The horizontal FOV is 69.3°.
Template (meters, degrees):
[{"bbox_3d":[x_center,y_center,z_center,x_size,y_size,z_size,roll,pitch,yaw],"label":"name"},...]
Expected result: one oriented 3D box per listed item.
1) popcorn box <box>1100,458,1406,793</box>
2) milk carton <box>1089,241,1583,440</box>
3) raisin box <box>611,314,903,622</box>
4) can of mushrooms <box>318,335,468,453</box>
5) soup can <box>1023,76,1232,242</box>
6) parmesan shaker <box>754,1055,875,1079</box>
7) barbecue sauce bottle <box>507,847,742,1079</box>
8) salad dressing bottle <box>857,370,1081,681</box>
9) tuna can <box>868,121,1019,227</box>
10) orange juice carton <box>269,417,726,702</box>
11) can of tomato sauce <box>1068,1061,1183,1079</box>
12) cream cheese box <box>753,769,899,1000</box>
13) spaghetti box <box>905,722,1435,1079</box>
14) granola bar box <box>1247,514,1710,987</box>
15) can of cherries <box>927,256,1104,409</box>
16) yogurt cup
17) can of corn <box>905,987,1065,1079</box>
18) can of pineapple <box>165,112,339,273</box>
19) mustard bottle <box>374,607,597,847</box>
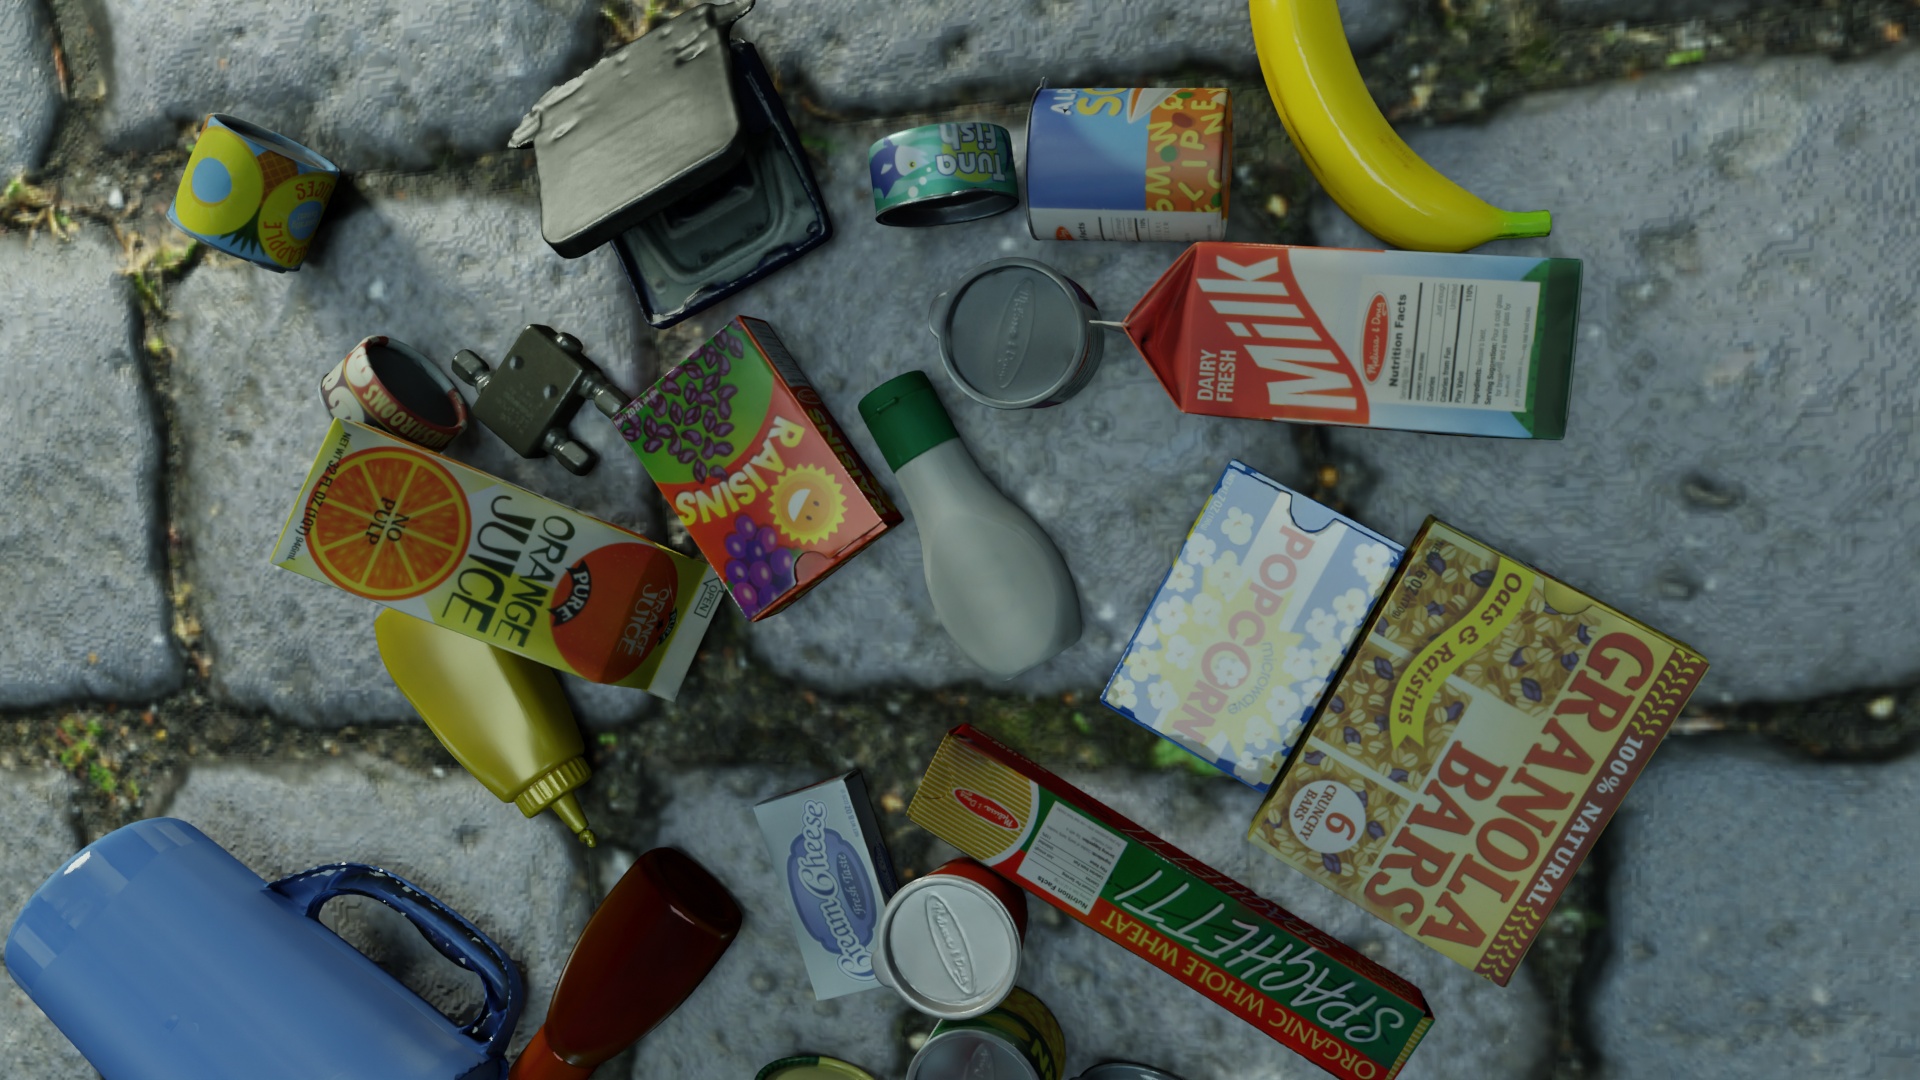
[{"bbox_3d":[0.130,0.037,0.623,0.085,0.038,0.126,29,101,12],"label":"popcorn box"},{"bbox_3d":[0.153,-0.085,0.591,0.190,0.072,0.073,5,96,13],"label":"milk carton"},{"bbox_3d":[-0.098,-0.035,0.674,0.086,0.040,0.123,-36,86,13],"label":"raisin box"},{"bbox_3d":[-0.286,-0.068,0.703,0.033,0.071,0.071,-38,85,13],"label":"can of mushrooms"},{"bbox_3d":[0.075,-0.167,0.607,0.084,0.071,0.071,4,95,13],"label":"soup can"},{"bbox_3d":[-0.081,0.316,0.683,0.071,0.071,0.103,12,97,13],"label":"parmesan shaker"},{"bbox_3d":[-0.178,0.230,0.712,0.065,0.044,0.148,40,103,8],"label":"barbecue sauce bottle"},{"bbox_3d":[0.002,-0.008,0.650,0.064,0.044,0.147,-30,86,16],"label":"salad dressing bottle"},{"bbox_3d":[-0.007,-0.165,0.626,0.071,0.071,0.033,-7,93,15],"label":"tuna can"},{"bbox_3d":[-0.212,0.012,0.661,0.193,0.073,0.072,24,86,-17],"label":"orange juice carton"},{"bbox_3d":[0.076,0.296,0.640,0.071,0.071,0.083,13,98,13],"label":"can of tomato sauce"},{"bbox_3d":[-0.061,0.171,0.688,0.053,0.024,0.104,-19,89,16],"label":"cream cheese box"},{"bbox_3d":[0.094,0.169,0.646,0.250,0.029,0.050,29,101,10],"label":"spaghetti box"},{"bbox_3d":[0.220,0.090,0.604,0.124,0.039,0.165,29,101,10],"label":"granola bar box"},{"bbox_3d":[0.026,-0.094,0.629,0.071,0.058,0.071,1,96,14],"label":"can of cherries"},{"bbox_3d":[0.000,0.184,0.658,0.072,0.054,0.072,1,95,14],"label":"yogurt cup"},{"bbox_3d":[0.016,0.252,0.657,0.071,0.058,0.071,1,94,14],"label":"can of corn"},{"bbox_3d":[-0.362,-0.178,0.716,0.071,0.071,0.057,30,101,10],"label":"can of pineapple"},{"bbox_3d":[-0.233,0.092,0.712,0.065,0.049,0.160,-36,86,8],"label":"mustard bottle"}]
